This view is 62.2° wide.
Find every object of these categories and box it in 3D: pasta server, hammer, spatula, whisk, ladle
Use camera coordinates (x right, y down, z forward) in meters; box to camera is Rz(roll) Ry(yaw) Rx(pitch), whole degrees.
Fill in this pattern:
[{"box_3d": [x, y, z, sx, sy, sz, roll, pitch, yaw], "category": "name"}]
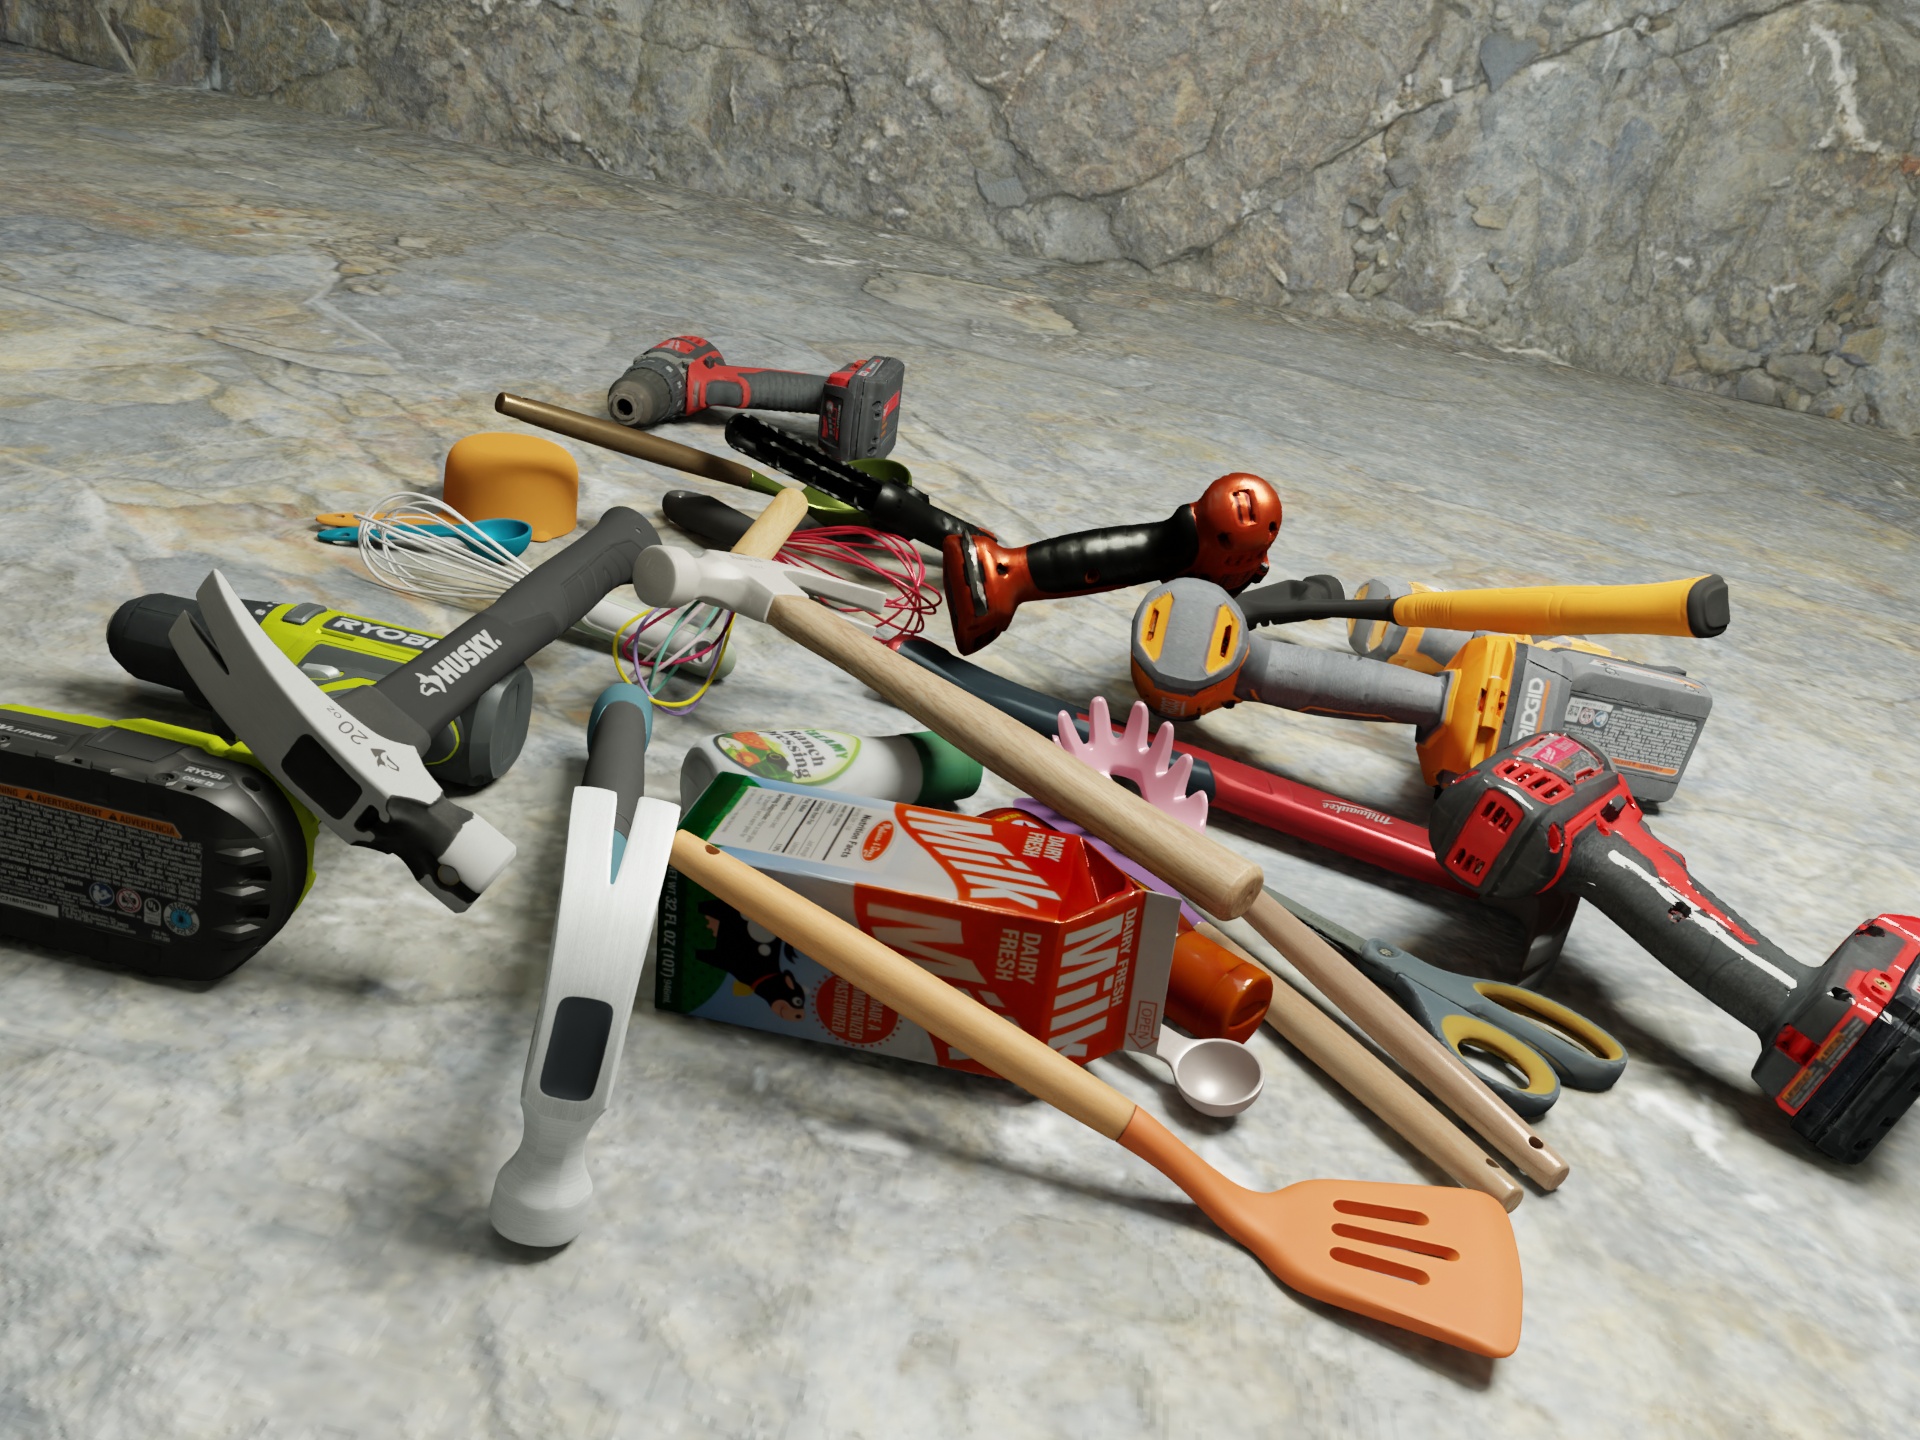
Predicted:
[{"box_3d": [0.142, 0.087, 0.701, 0.060, 0.040, 0.317, -21, 41, -24], "category": "pasta server"}, {"box_3d": [0.282, -0.064, 0.930, 0.127, 0.034, 0.337, -15, 11, -31], "category": "hammer"}, {"box_3d": [0.117, 0.107, 0.689, 0.059, 0.018, 0.316, 4, 22, -36], "category": "spatula"}, {"box_3d": [-0.114, -0.110, 1.030, 0.073, 0.073, 0.296, -10, 24, -39], "category": "whisk"}, {"box_3d": [-0.132, -0.078, 0.886, 0.047, 0.051, 0.245, 15, 33, 6], "category": "whisk"}, {"box_3d": [-0.204, -0.043, 0.703, 0.146, 0.035, 0.335, 42, 21, -9], "category": "hammer"}, {"box_3d": [-0.138, 0.051, 0.616, 0.033, 0.128, 0.331, 12, 15, -13], "category": "hammer"}, {"box_3d": [-0.238, -0.074, 0.905, 0.246, 0.058, 0.059, 21, -5, 11], "category": "whisk"}, {"box_3d": [0.040, 0.119, 0.547, 0.322, 0.041, 0.081, 31, 26, 3], "category": "spatula"}, {"box_3d": [-0.001, -0.002, 0.751, 0.331, 0.031, 0.130, 32, 19, 28], "category": "hammer"}, {"box_3d": [-0.161, -0.181, 1.068, 0.320, 0.062, 0.078, 11, 17, -44], "category": "ladle"}, {"box_3d": [0.123, 0.035, 0.829, 0.386, 0.038, 0.143, 20, 27, 19], "category": "hammer"}]

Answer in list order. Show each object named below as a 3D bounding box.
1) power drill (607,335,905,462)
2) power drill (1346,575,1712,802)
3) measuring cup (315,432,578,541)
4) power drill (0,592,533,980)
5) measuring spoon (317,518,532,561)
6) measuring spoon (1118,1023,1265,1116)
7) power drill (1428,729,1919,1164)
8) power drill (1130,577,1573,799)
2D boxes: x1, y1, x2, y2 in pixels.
[{"box_3d": [-0.173, -0.268, 1.331, 0.226, 0.080, 0.188, 10, 24, 5], "category": "power drill"}, {"box_3d": [0.379, -0.026, 1.029, 0.185, 0.084, 0.226, 10, 18, -20], "category": "power drill"}, {"box_3d": [-0.329, -0.154, 1.030, 0.173, 0.052, 0.095, -9, 31, -42], "category": "measuring cup"}, {"box_3d": [-0.307, 0.007, 0.659, 0.190, 0.080, 0.229, 13, 21, 2], "category": "power drill"}, {"box_3d": [-0.330, -0.108, 0.984, 0.128, 0.021, 0.042, -2, 26, -6], "category": "measuring spoon"}, {"box_3d": [0.065, 0.126, 0.634, 0.124, 0.018, 0.034, 21, 41, 37], "category": "measuring spoon"}, {"box_3d": [0.331, 0.082, 0.715, 0.220, 0.078, 0.143, 38, 33, 27], "category": "power drill"}, {"box_3d": [0.207, -0.016, 0.895, 0.226, 0.084, 0.164, 13, -7, 7], "category": "power drill"}]
